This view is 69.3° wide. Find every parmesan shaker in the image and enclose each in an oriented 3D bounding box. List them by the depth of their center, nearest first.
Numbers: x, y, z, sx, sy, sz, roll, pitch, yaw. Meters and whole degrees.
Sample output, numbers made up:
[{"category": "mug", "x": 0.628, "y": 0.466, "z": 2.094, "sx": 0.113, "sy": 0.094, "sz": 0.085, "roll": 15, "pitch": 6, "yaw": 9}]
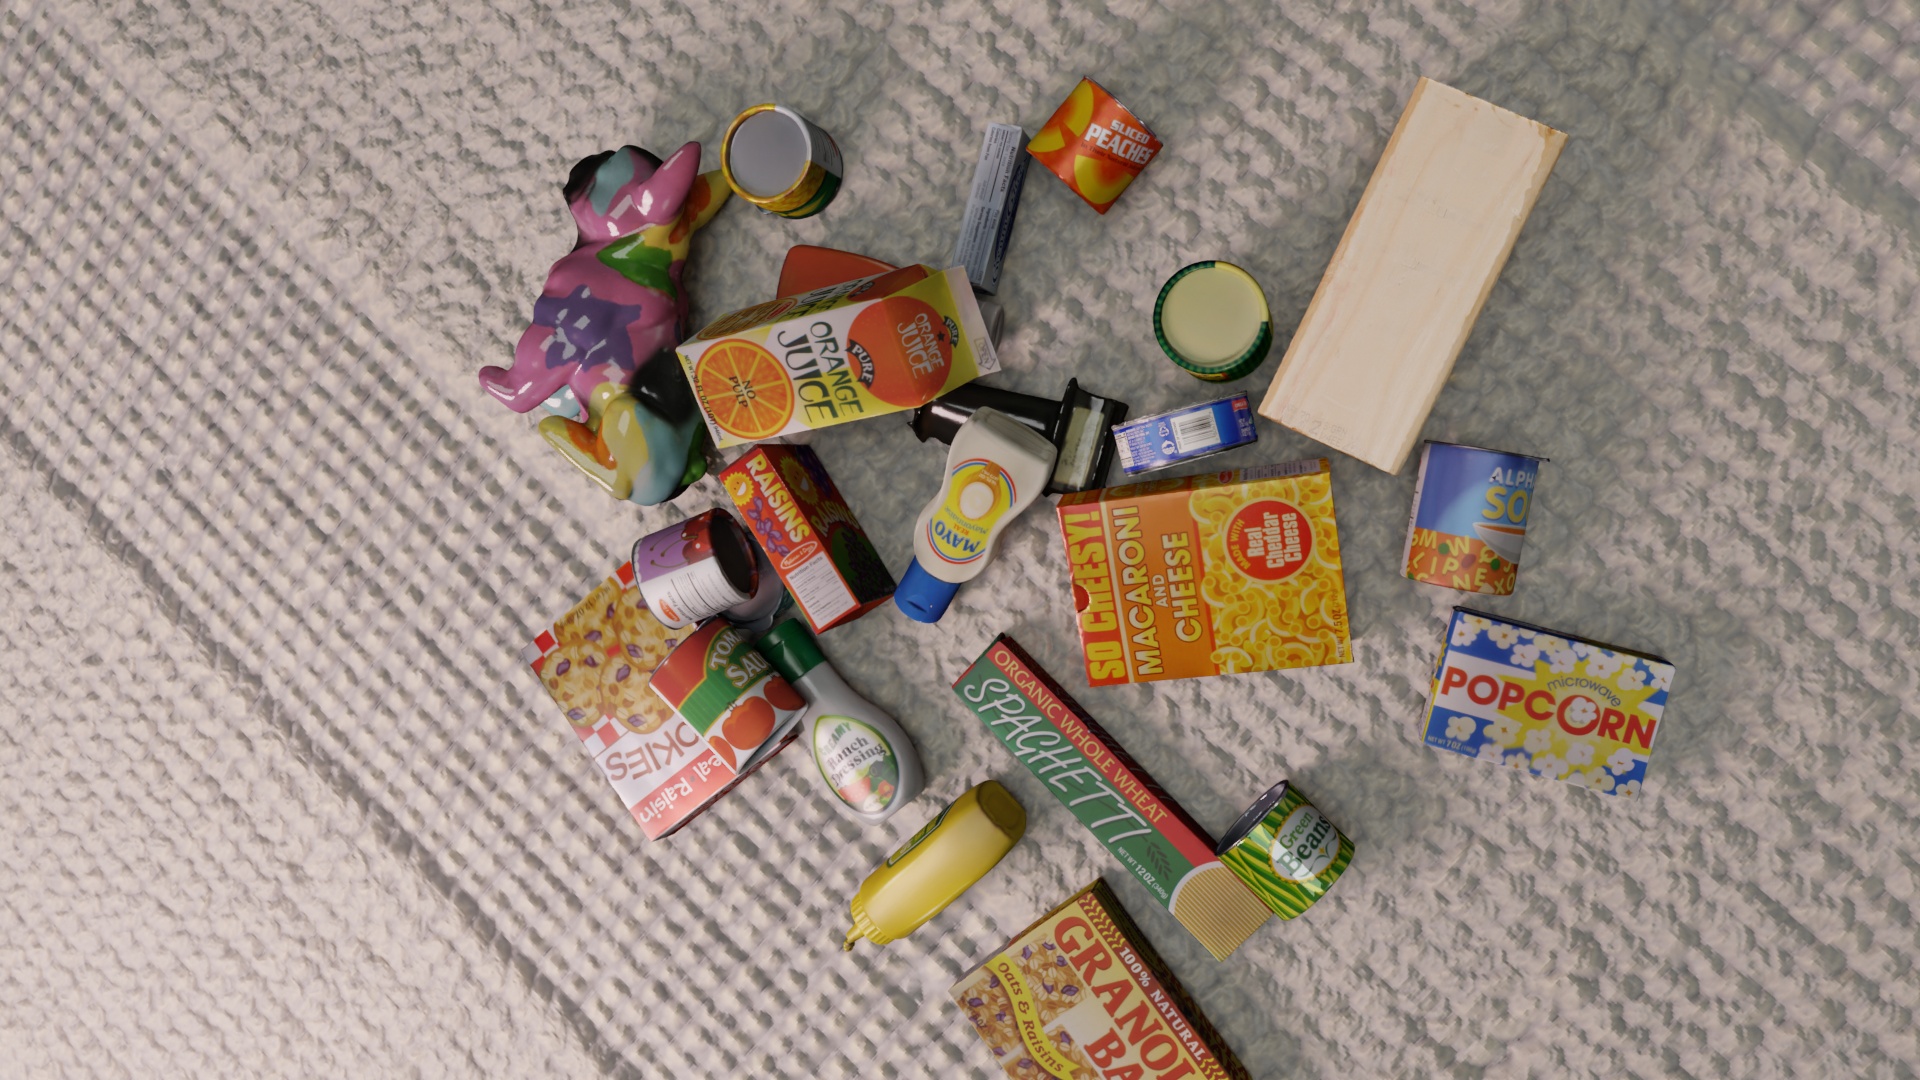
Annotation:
[{"category": "parmesan shaker", "x": 0.152, "y": -0.132, "z": 0.839, "sx": 0.071, "sy": 0.103, "sz": 0.071, "roll": 1, "pitch": 93, "yaw": 14}]

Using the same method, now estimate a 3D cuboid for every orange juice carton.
[{"category": "orange juice carton", "x": -0.073, "y": -0.119, "z": 0.873, "sx": 0.192, "sy": 0.073, "sz": 0.071, "roll": -9, "pitch": 114, "yaw": 24}]

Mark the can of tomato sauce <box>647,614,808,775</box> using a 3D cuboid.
[{"category": "can of tomato sauce", "x": -0.149, "y": 0.099, "z": 0.904, "sx": 0.083, "sy": 0.071, "sz": 0.071, "roll": 45, "pitch": 102, "yaw": 7}]

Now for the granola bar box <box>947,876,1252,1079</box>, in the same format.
[{"category": "granola bar box", "x": 0.091, "y": 0.324, "z": 0.910, "sx": 0.124, "sy": 0.039, "sz": 0.165, "roll": -39, "pitch": 83, "yaw": 13}]

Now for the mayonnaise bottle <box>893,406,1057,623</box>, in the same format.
[{"category": "mayonnaise bottle", "x": 0.003, "y": -0.011, "z": 0.894, "sx": 0.065, "sy": 0.041, "sz": 0.147, "roll": 30, "pitch": 119, "yaw": 1}]

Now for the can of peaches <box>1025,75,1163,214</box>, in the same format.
[{"category": "can of peaches", "x": 0.084, "y": -0.245, "z": 0.868, "sx": 0.071, "sy": 0.071, "sz": 0.058, "roll": 44, "pitch": 103, "yaw": 8}]

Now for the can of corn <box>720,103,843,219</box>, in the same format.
[{"category": "can of corn", "x": -0.121, "y": -0.250, "z": 0.925, "sx": 0.071, "sy": 0.058, "sz": 0.071, "roll": 1, "pitch": 93, "yaw": 14}]

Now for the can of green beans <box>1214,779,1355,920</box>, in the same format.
[{"category": "can of green beans", "x": 0.201, "y": 0.192, "z": 0.862, "sx": 0.058, "sy": 0.071, "sz": 0.071, "roll": 44, "pitch": 102, "yaw": 8}]

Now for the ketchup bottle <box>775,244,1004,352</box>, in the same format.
[{"category": "ketchup bottle", "x": -0.047, "y": -0.152, "z": 0.919, "sx": 0.149, "sy": 0.043, "sz": 0.064, "roll": 14, "pitch": 100, "yaw": 13}]

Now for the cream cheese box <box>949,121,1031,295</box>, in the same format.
[{"category": "cream cheese box", "x": 0.020, "y": -0.212, "z": 0.894, "sx": 0.024, "sy": 0.053, "sz": 0.103, "roll": 16, "pitch": 97, "yaw": 11}]

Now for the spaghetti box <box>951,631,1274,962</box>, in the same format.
[{"category": "spaghetti box", "x": 0.097, "y": 0.165, "z": 0.906, "sx": 0.250, "sy": 0.029, "sz": 0.050, "roll": 45, "pitch": 101, "yaw": 8}]

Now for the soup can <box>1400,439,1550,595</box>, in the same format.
[{"category": "soup can", "x": 0.305, "y": -0.014, "z": 0.825, "sx": 0.071, "sy": 0.071, "sz": 0.083, "roll": 10, "pitch": 96, "yaw": 13}]

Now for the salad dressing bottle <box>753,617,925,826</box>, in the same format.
[{"category": "salad dressing bottle", "x": -0.084, "y": 0.121, "z": 0.941, "sx": 0.064, "sy": 0.044, "sz": 0.148, "roll": -39, "pitch": 83, "yaw": 15}]

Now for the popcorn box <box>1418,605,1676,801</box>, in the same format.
[{"category": "popcorn box", "x": 0.349, "y": 0.096, "z": 0.834, "sx": 0.127, "sy": 0.038, "sz": 0.085, "roll": 15, "pitch": 96, "yaw": 13}]

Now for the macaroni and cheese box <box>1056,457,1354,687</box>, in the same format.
[{"category": "macaroni and cheese box", "x": 0.152, "y": 0.022, "z": 0.866, "sx": 0.166, "sy": 0.040, "sz": 0.123, "roll": -7, "pitch": 104, "yaw": 14}]

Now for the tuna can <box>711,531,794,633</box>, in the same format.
[{"category": "tuna can", "x": -0.145, "y": 0.029, "z": 0.958, "sx": 0.071, "sy": 0.033, "sz": 0.071, "roll": 1, "pitch": 93, "yaw": 14}]

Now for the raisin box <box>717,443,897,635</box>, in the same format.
[{"category": "raisin box", "x": -0.098, "y": -0.004, "z": 0.917, "sx": 0.040, "sy": 0.086, "sz": 0.123, "roll": -34, "pitch": 85, "yaw": 16}]

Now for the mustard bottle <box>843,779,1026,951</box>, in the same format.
[{"category": "mustard bottle", "x": -0.027, "y": 0.225, "z": 0.923, "sx": 0.160, "sy": 0.065, "sz": 0.049, "roll": -43, "pitch": 87, "yaw": 16}]

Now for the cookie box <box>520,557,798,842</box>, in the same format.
[{"category": "cookie box", "x": -0.211, "y": 0.107, "z": 0.975, "sx": 0.123, "sy": 0.040, "sz": 0.167, "roll": -38, "pitch": 83, "yaw": 12}]

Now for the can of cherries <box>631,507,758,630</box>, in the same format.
[{"category": "can of cherries", "x": -0.173, "y": 0.016, "z": 0.914, "sx": 0.058, "sy": 0.071, "sz": 0.071, "roll": -22, "pitch": 88, "yaw": 14}]
